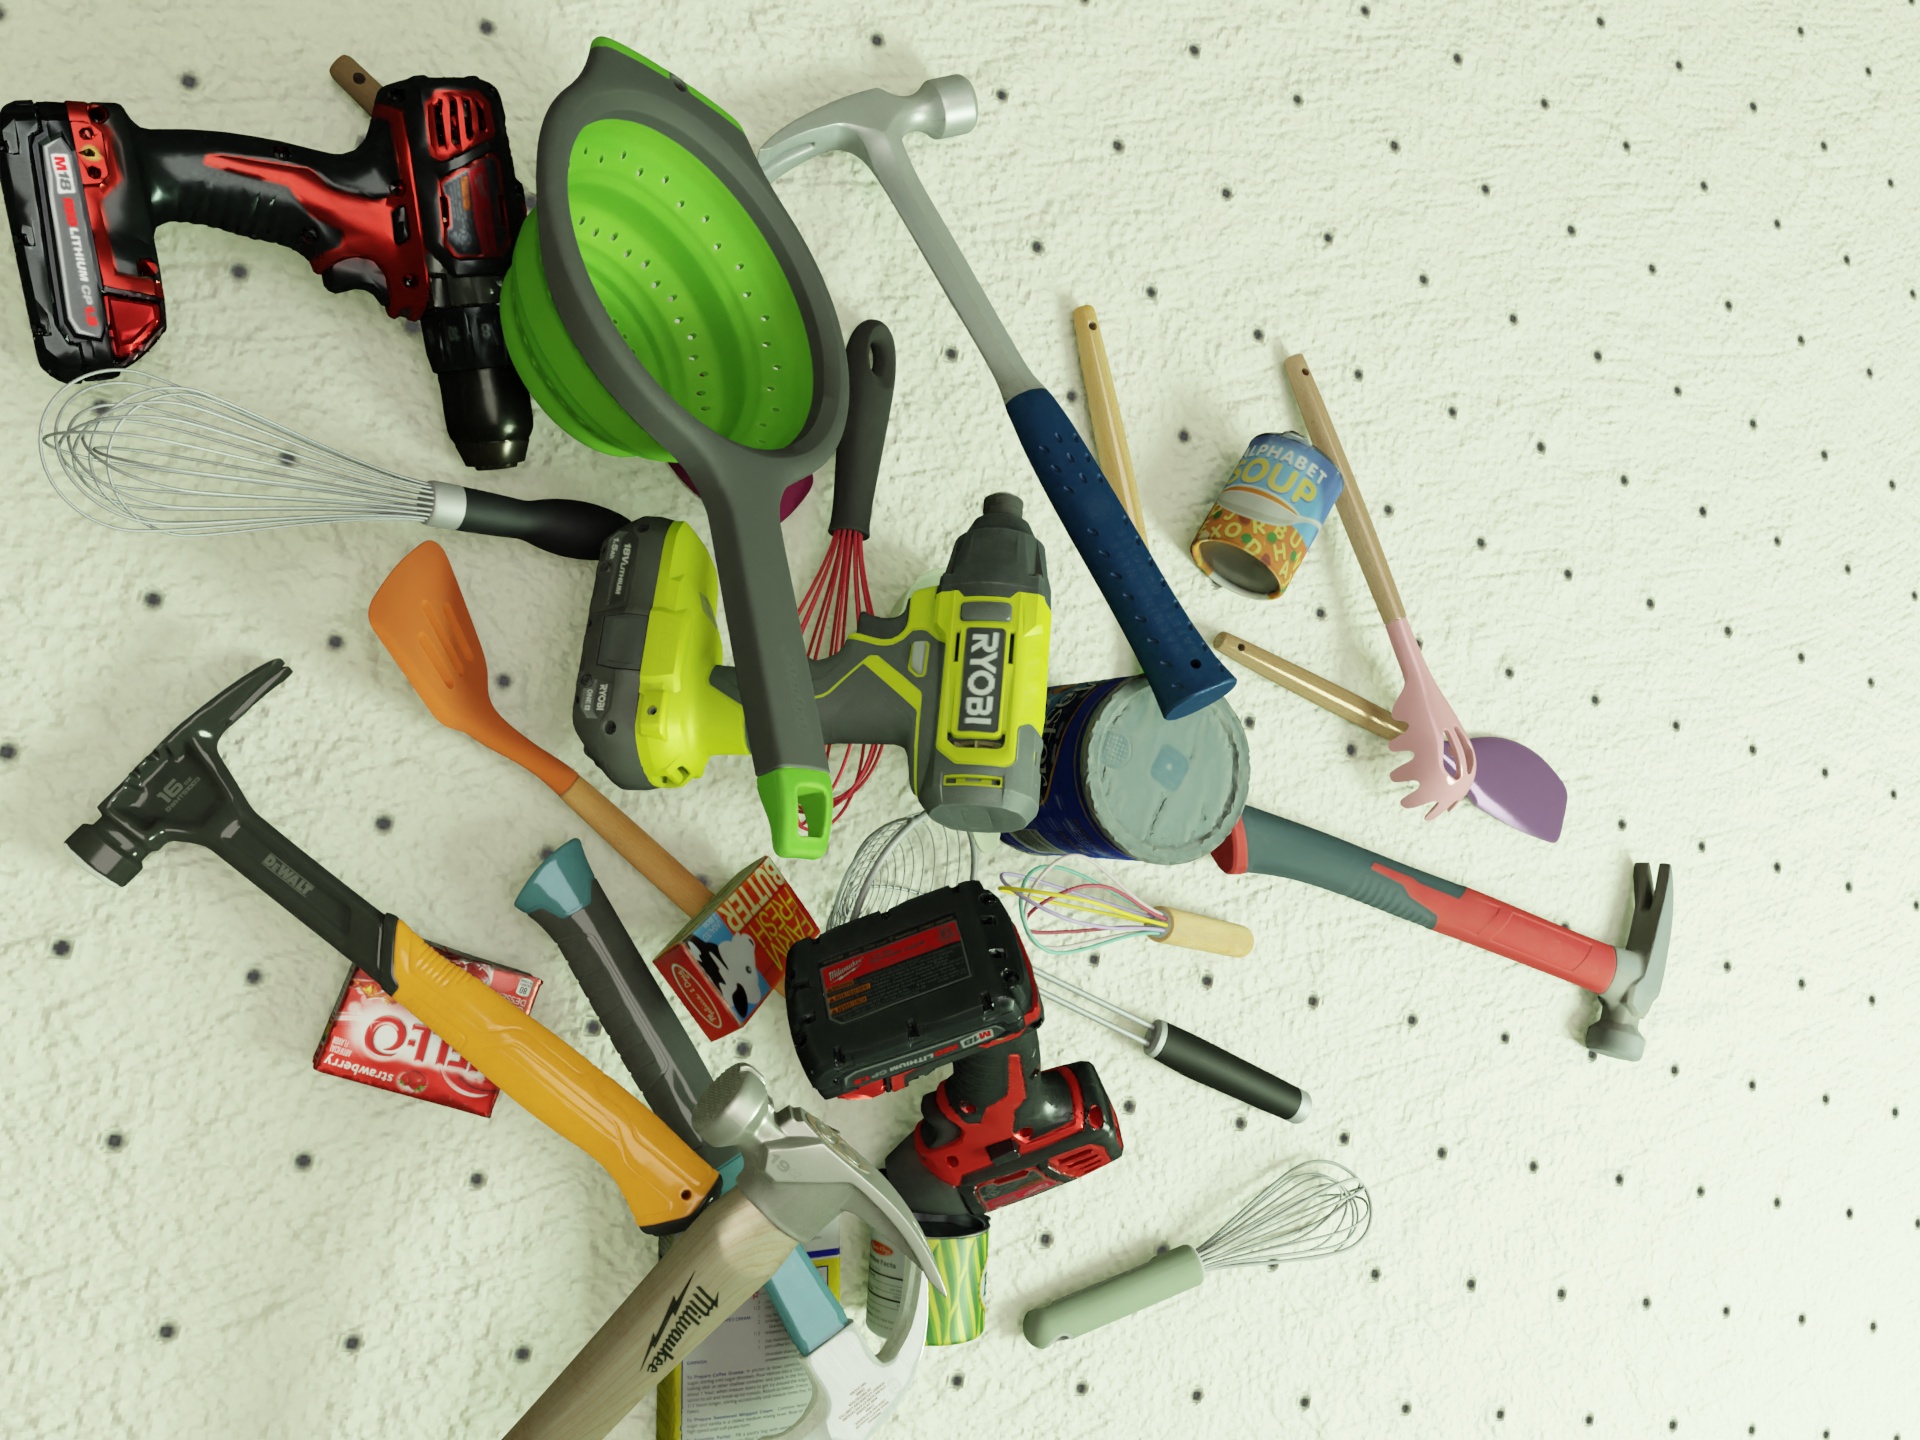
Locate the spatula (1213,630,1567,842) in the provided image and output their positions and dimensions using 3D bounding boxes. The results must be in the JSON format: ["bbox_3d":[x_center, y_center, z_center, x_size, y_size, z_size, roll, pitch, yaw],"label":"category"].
[{"bbox_3d":[0.295,0.006,1.062,0.315,0.018,0.060,23,73,-24],"label":"spatula"}]

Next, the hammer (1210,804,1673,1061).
[{"bbox_3d":[0.326,0.109,1.060,0.386,0.038,0.143,21,77,-23],"label":"hammer"}]

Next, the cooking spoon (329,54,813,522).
[{"bbox_3d":[-0.201,-0.224,0.840,0.318,0.017,0.069,43,73,-17],"label":"cooking spoon"}]

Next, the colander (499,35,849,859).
[{"bbox_3d":[-0.135,-0.117,0.745,0.204,0.094,0.397,13,61,-56],"label":"colander"}]

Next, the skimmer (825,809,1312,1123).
[{"bbox_3d":[0.080,0.165,0.912,0.363,0.090,0.127,29,77,-21],"label":"skimmer"}]

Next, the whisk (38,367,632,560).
[{"bbox_3d":[-0.276,-0.108,0.752,0.284,0.070,0.070,6,85,-43],"label":"whisk"}]

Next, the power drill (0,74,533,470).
[{"bbox_3d":[-0.313,-0.204,0.751,0.226,0.080,0.188,-12,105,-28],"label":"power drill"}]

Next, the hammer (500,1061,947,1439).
[{"bbox_3d":[-0.192,0.347,0.732,0.410,0.038,0.146,-45,106,0],"label":"hammer"}]

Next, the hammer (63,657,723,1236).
[{"bbox_3d":[-0.244,0.120,0.751,0.337,0.034,0.127,41,73,-4],"label":"hammer"}]

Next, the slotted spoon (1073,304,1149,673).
[{"bbox_3d":[0.109,-0.100,0.976,0.070,0.031,0.314,-13,91,-26],"label":"slotted spoon"}]

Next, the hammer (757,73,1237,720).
[{"bbox_3d":[0.025,-0.180,0.856,0.144,0.035,0.406,-21,73,-22],"label":"hammer"}]

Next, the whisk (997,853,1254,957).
[{"bbox_3d":[0.105,0.115,0.906,0.244,0.047,0.051,19,48,-49],"label":"whisk"}]

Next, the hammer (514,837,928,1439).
[{"bbox_3d":[-0.128,0.211,0.798,0.128,0.033,0.331,-30,88,-22],"label":"hammer"}]

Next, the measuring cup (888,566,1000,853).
[{"bbox_3d":[-0.001,-0.003,0.890,0.083,0.038,0.168,3,69,-28],"label":"measuring cup"}]

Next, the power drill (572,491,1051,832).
[{"bbox_3d":[-0.067,-0.036,0.795,0.223,0.080,0.171,2,70,8],"label":"power drill"}]

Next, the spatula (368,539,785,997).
[{"bbox_3d":[-0.179,0.045,0.822,0.322,0.041,0.081,46,27,-20],"label":"spatula"}]

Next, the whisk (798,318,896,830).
[{"bbox_3d":[-0.064,-0.085,0.877,0.073,0.073,0.296,12,76,-24],"label":"whisk"}]

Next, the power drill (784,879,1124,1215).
[{"bbox_3d":[-0.006,0.188,0.826,0.143,0.079,0.219,-21,136,4],"label":"power drill"}]

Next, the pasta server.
[{"bbox_3d":[0.269,-0.089,1.040,0.060,0.040,0.316,-19,87,-31],"label":"pasta server"}]

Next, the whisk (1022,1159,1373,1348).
[{"bbox_3d":[0.147,0.326,0.965,0.246,0.057,0.059,-14,59,-22],"label":"whisk"}]
